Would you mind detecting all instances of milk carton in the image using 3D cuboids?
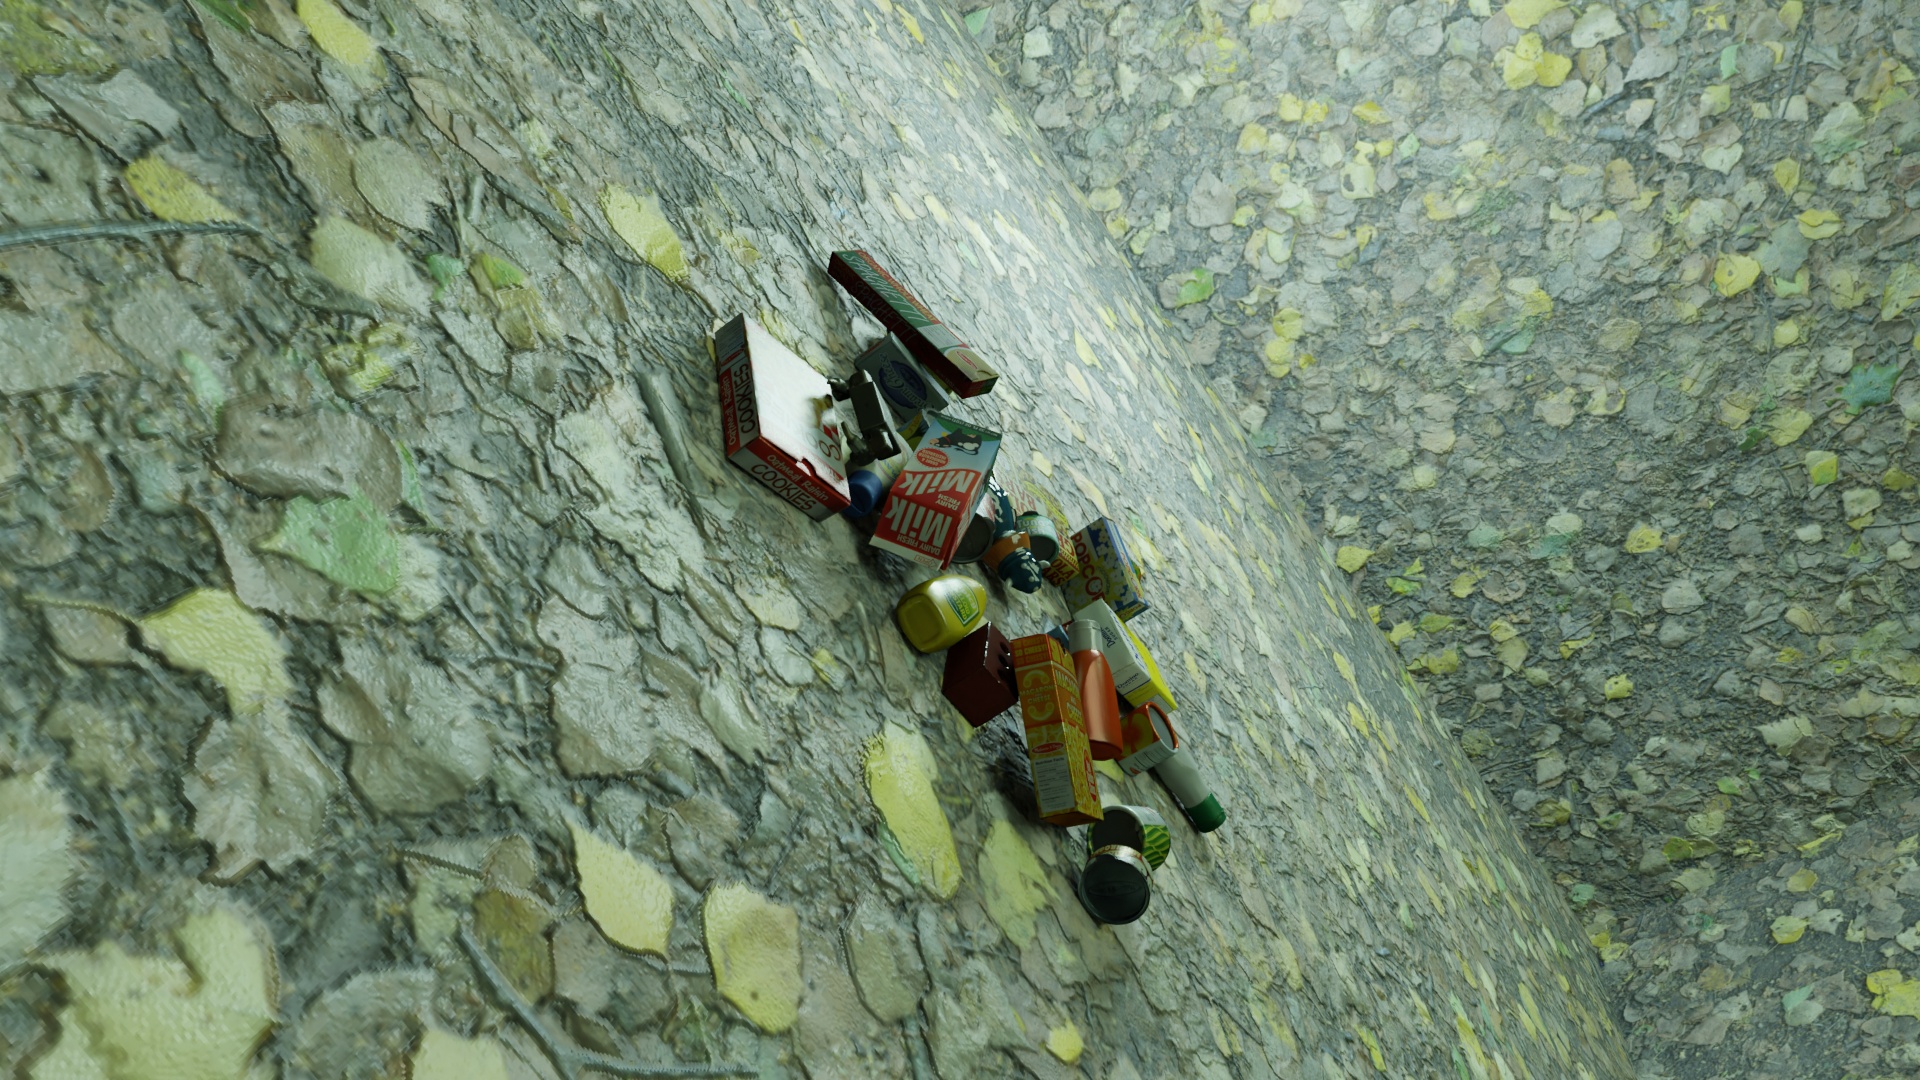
[{"bbox_3d":[-0.024,-0.038,1.344,0.072,0.073,0.191,21,39,7],"label":"milk carton"}]

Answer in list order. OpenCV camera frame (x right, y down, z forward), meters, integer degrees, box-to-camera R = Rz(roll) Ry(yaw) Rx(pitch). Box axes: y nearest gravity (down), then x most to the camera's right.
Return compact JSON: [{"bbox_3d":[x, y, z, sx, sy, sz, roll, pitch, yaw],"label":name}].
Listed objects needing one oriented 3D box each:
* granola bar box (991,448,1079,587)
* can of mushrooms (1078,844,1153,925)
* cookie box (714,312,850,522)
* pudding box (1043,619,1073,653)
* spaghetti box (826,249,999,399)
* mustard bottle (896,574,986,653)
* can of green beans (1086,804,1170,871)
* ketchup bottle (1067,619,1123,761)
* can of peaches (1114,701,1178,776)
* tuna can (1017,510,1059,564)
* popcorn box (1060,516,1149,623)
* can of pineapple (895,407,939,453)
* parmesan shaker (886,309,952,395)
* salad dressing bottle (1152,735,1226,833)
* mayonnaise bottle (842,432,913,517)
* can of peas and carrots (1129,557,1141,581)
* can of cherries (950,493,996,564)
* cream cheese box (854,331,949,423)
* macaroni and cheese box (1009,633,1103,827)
[{"bbox_3d":[0.072,-0.035,1.658,0.165,0.039,0.125,38,29,-40],"label":"granola bar box"},{"bbox_3d":[0.144,0.315,1.283,0.071,0.071,0.033,56,20,-2],"label":"can of mushrooms"},{"bbox_3d":[-0.161,-0.112,1.260,0.122,0.040,0.168,37,28,-42],"label":"cookie box"},{"bbox_3d":[0.127,0.133,1.552,0.084,0.030,0.050,60,22,8],"label":"pudding box"},{"bbox_3d":[-0.057,-0.248,1.569,0.050,0.028,0.250,-18,54,-46],"label":"spaghetti box"},{"bbox_3d":[-0.009,0.062,1.333,0.065,0.048,0.161,59,21,2],"label":"mustard bottle"},{"bbox_3d":[0.164,0.293,1.361,0.058,0.071,0.071,21,42,-56],"label":"can of green beans"},{"bbox_3d":[0.138,0.157,1.482,0.064,0.043,0.149,24,50,-35],"label":"ketchup bottle"},{"bbox_3d":[0.203,0.220,1.557,0.071,0.058,0.071,46,25,-28],"label":"can of peaches"},{"bbox_3d":[0.079,0.001,1.579,0.071,0.071,0.033,38,29,-40],"label":"tuna can"},{"bbox_3d":[0.166,0.046,1.684,0.038,0.085,0.127,30,35,-49],"label":"popcorn box"},{"bbox_3d":[-0.040,-0.101,1.483,0.071,0.057,0.071,46,23,-26],"label":"can of pineapple"},{"bbox_3d":[-0.048,-0.217,1.614,0.071,0.071,0.103,37,29,-42],"label":"parmesan shaker"},{"bbox_3d":[0.256,0.272,1.620,0.147,0.044,0.064,56,16,-6],"label":"salad dressing bottle"},{"bbox_3d":[-0.084,-0.064,1.359,0.064,0.041,0.149,51,22,-11],"label":"mayonnaise bottle"},{"bbox_3d":[0.189,0.037,1.766,0.058,0.071,0.071,44,25,-33],"label":"can of peas and carrots"},{"bbox_3d":[0.005,-0.018,1.446,0.071,0.071,0.059,49,22,-19],"label":"can of cherries"},{"bbox_3d":[-0.064,-0.177,1.544,0.103,0.053,0.024,47,21,-24],"label":"cream cheese box"},{"bbox_3d":[0.092,0.181,1.309,0.123,0.040,0.167,44,35,-68],"label":"macaroni and cheese box"}]
